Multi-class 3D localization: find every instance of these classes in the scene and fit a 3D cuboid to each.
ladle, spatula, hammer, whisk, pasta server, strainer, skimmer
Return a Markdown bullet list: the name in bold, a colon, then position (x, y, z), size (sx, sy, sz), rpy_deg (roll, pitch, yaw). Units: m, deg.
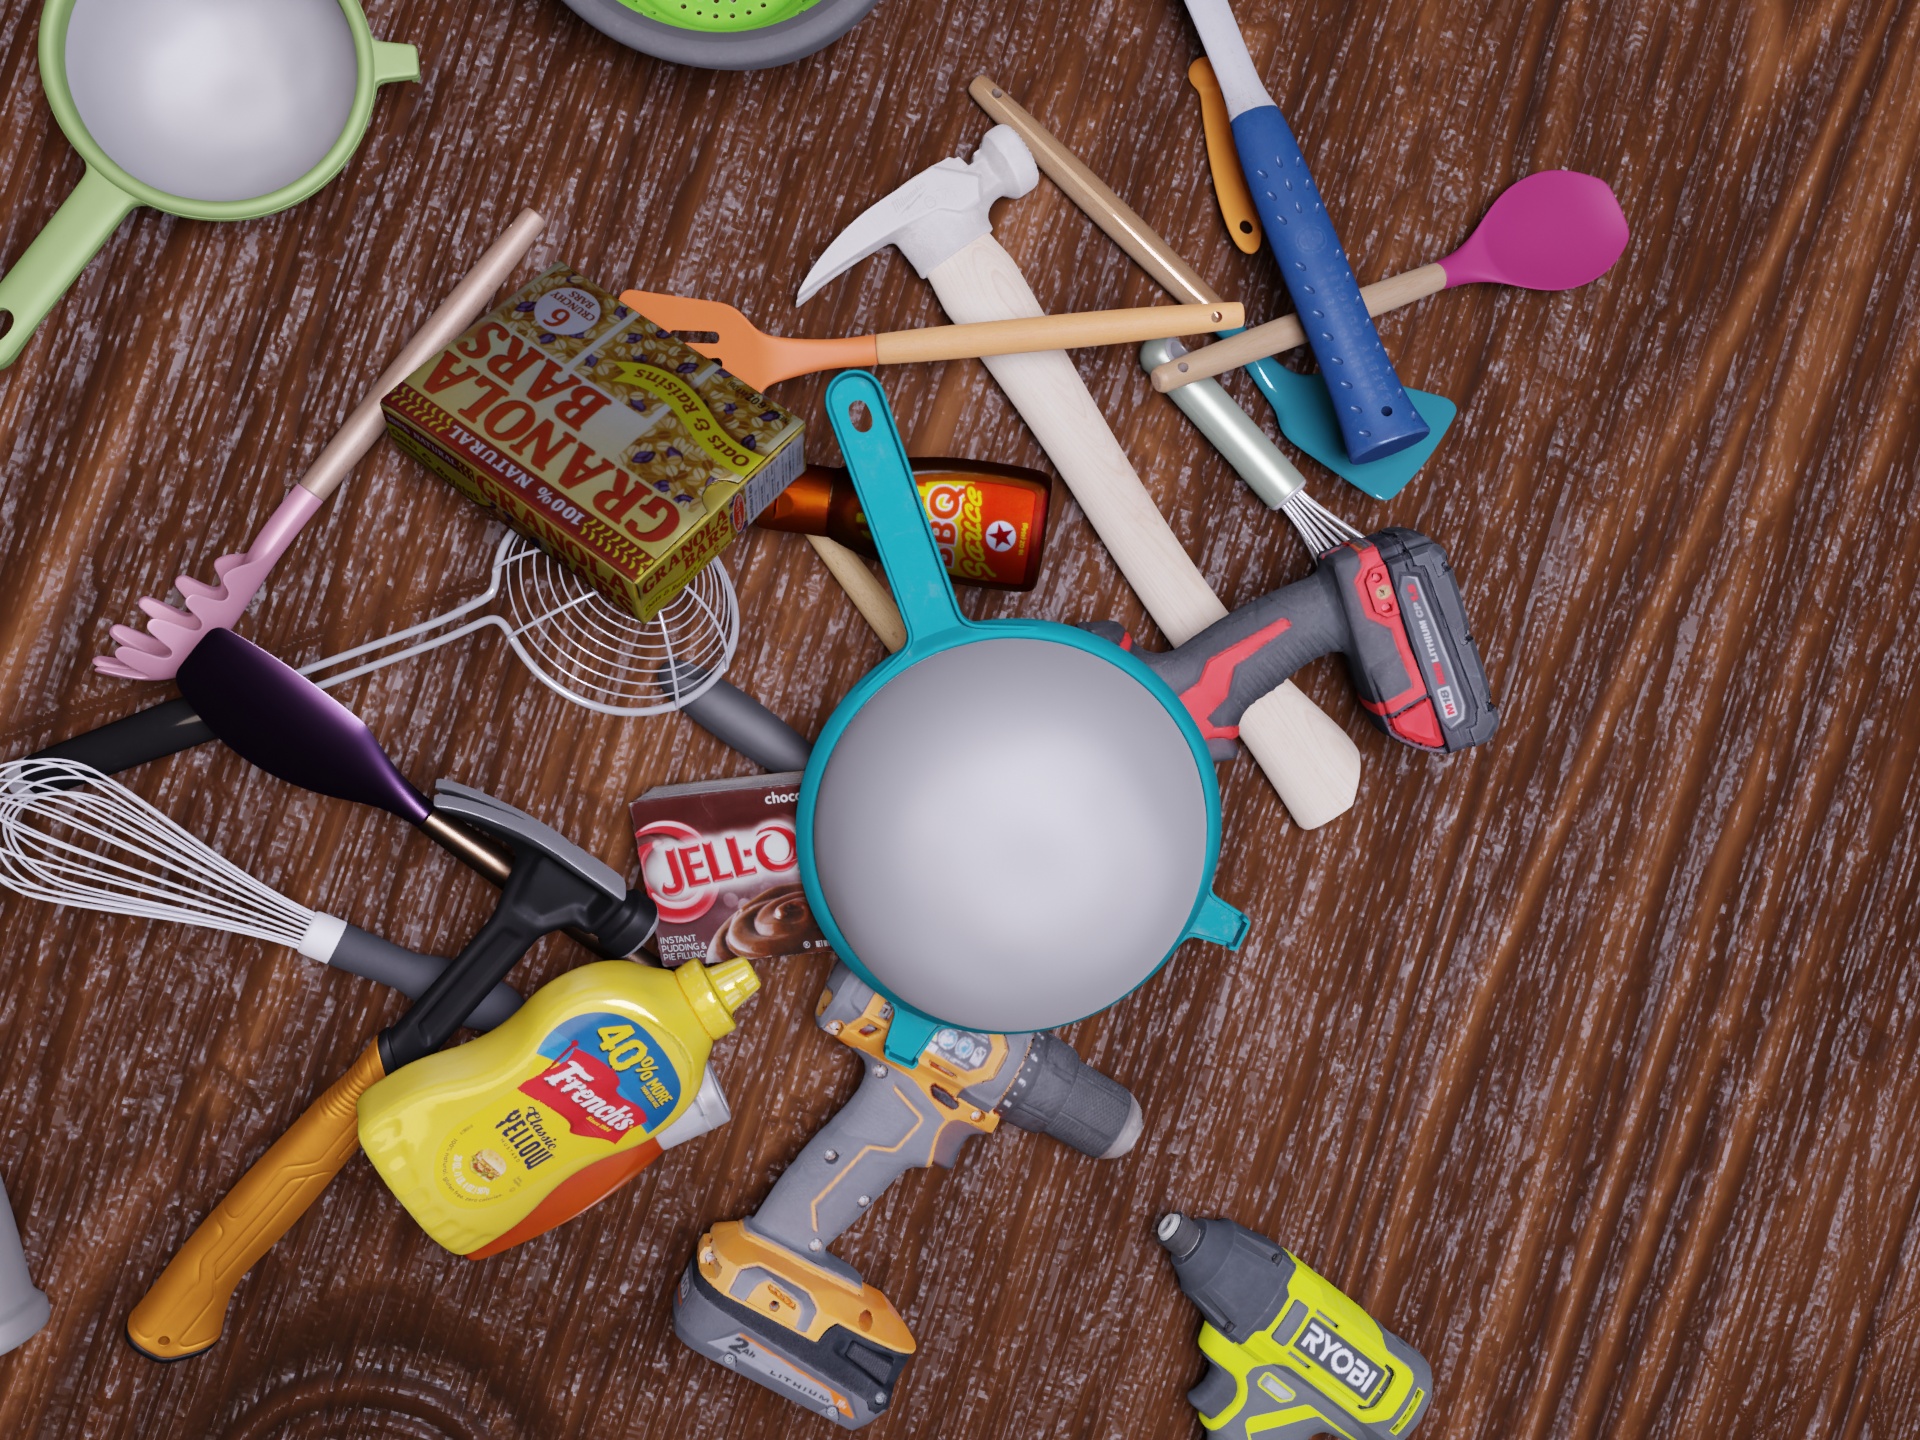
- **ladle**: position (-0.001, -0.003, 0.849), size (0.031, 0.069, 0.315), rpy_deg (-37, 89, 22)
- **spatula**: position (0.128, -0.242, 0.863), size (0.317, 0.044, 0.082), rpy_deg (42, 68, -5)
- **hammer**: position (-0.304, 0.184, 0.786), size (0.127, 0.034, 0.337), rpy_deg (39, 95, -26)
- **whisk**: position (0.185, -0.118, 0.875), size (0.246, 0.059, 0.058), rpy_deg (47, 48, -2)
- **spatula**: position (-0.248, 0.064, 0.799), size (0.315, 0.018, 0.059), rpy_deg (39, 113, -19)
- **whisk**: position (-0.348, 0.094, 0.789), size (0.284, 0.070, 0.070), rpy_deg (27, 87, -19)
- **whisk**: position (-0.058, 0.037, 0.843), size (0.239, 0.055, 0.055), rpy_deg (34, 86, -2)
- **spatula**: position (-0.018, -0.193, 0.815), size (0.322, 0.041, 0.081), rpy_deg (-5, 104, 1)
- **hammer**: position (0.144, -0.324, 0.833), size (0.144, 0.035, 0.405), rpy_deg (-19, 82, -6)
- **pasta server**: position (-0.319, -0.142, 0.808), size (0.040, 0.060, 0.316), rpy_deg (41, 82, -33)
- **strainer**: position (-0.392, -0.272, 0.780), size (0.151, 0.069, 0.256), rpy_deg (37, 87, -9)
- **strainer**: position (0.007, 0.003, 0.731), size (0.211, 0.095, 0.340), rpy_deg (-20, 103, -1)
- **skimmer**: position (-0.296, -0.020, 0.814), size (0.363, 0.090, 0.127), rpy_deg (-19, 74, 4)
- **hammer**: position (0.079, -0.110, 0.862), size (0.146, 0.038, 0.410), rpy_deg (-35, 95, -4)

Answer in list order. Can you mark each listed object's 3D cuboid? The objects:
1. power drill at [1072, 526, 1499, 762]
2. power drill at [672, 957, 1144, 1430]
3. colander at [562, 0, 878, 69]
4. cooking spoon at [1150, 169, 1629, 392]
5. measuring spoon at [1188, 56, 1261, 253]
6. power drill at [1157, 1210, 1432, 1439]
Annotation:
- **power drill**: position (0.151, -0.006, 0.821), size (0.219, 0.078, 0.143), rpy_deg (-19, 98, 5)
- **power drill**: position (-0.025, 0.246, 0.834), size (0.185, 0.084, 0.226), rpy_deg (30, 82, -8)
- **colander**: position (-0.042, -0.412, 0.810), size (0.397, 0.094, 0.204), rpy_deg (2, 90, -6)
- **cooking spoon**: position (0.239, -0.235, 0.866), size (0.319, 0.017, 0.069), rpy_deg (-23, 89, -18)
- **measuring spoon**: position (0.147, -0.311, 0.871), size (0.021, 0.011, 0.117), rpy_deg (-11, 82, -12)
- **power drill**: position (0.127, 0.389, 0.857), size (0.171, 0.080, 0.223), rpy_deg (39, 82, -7)
